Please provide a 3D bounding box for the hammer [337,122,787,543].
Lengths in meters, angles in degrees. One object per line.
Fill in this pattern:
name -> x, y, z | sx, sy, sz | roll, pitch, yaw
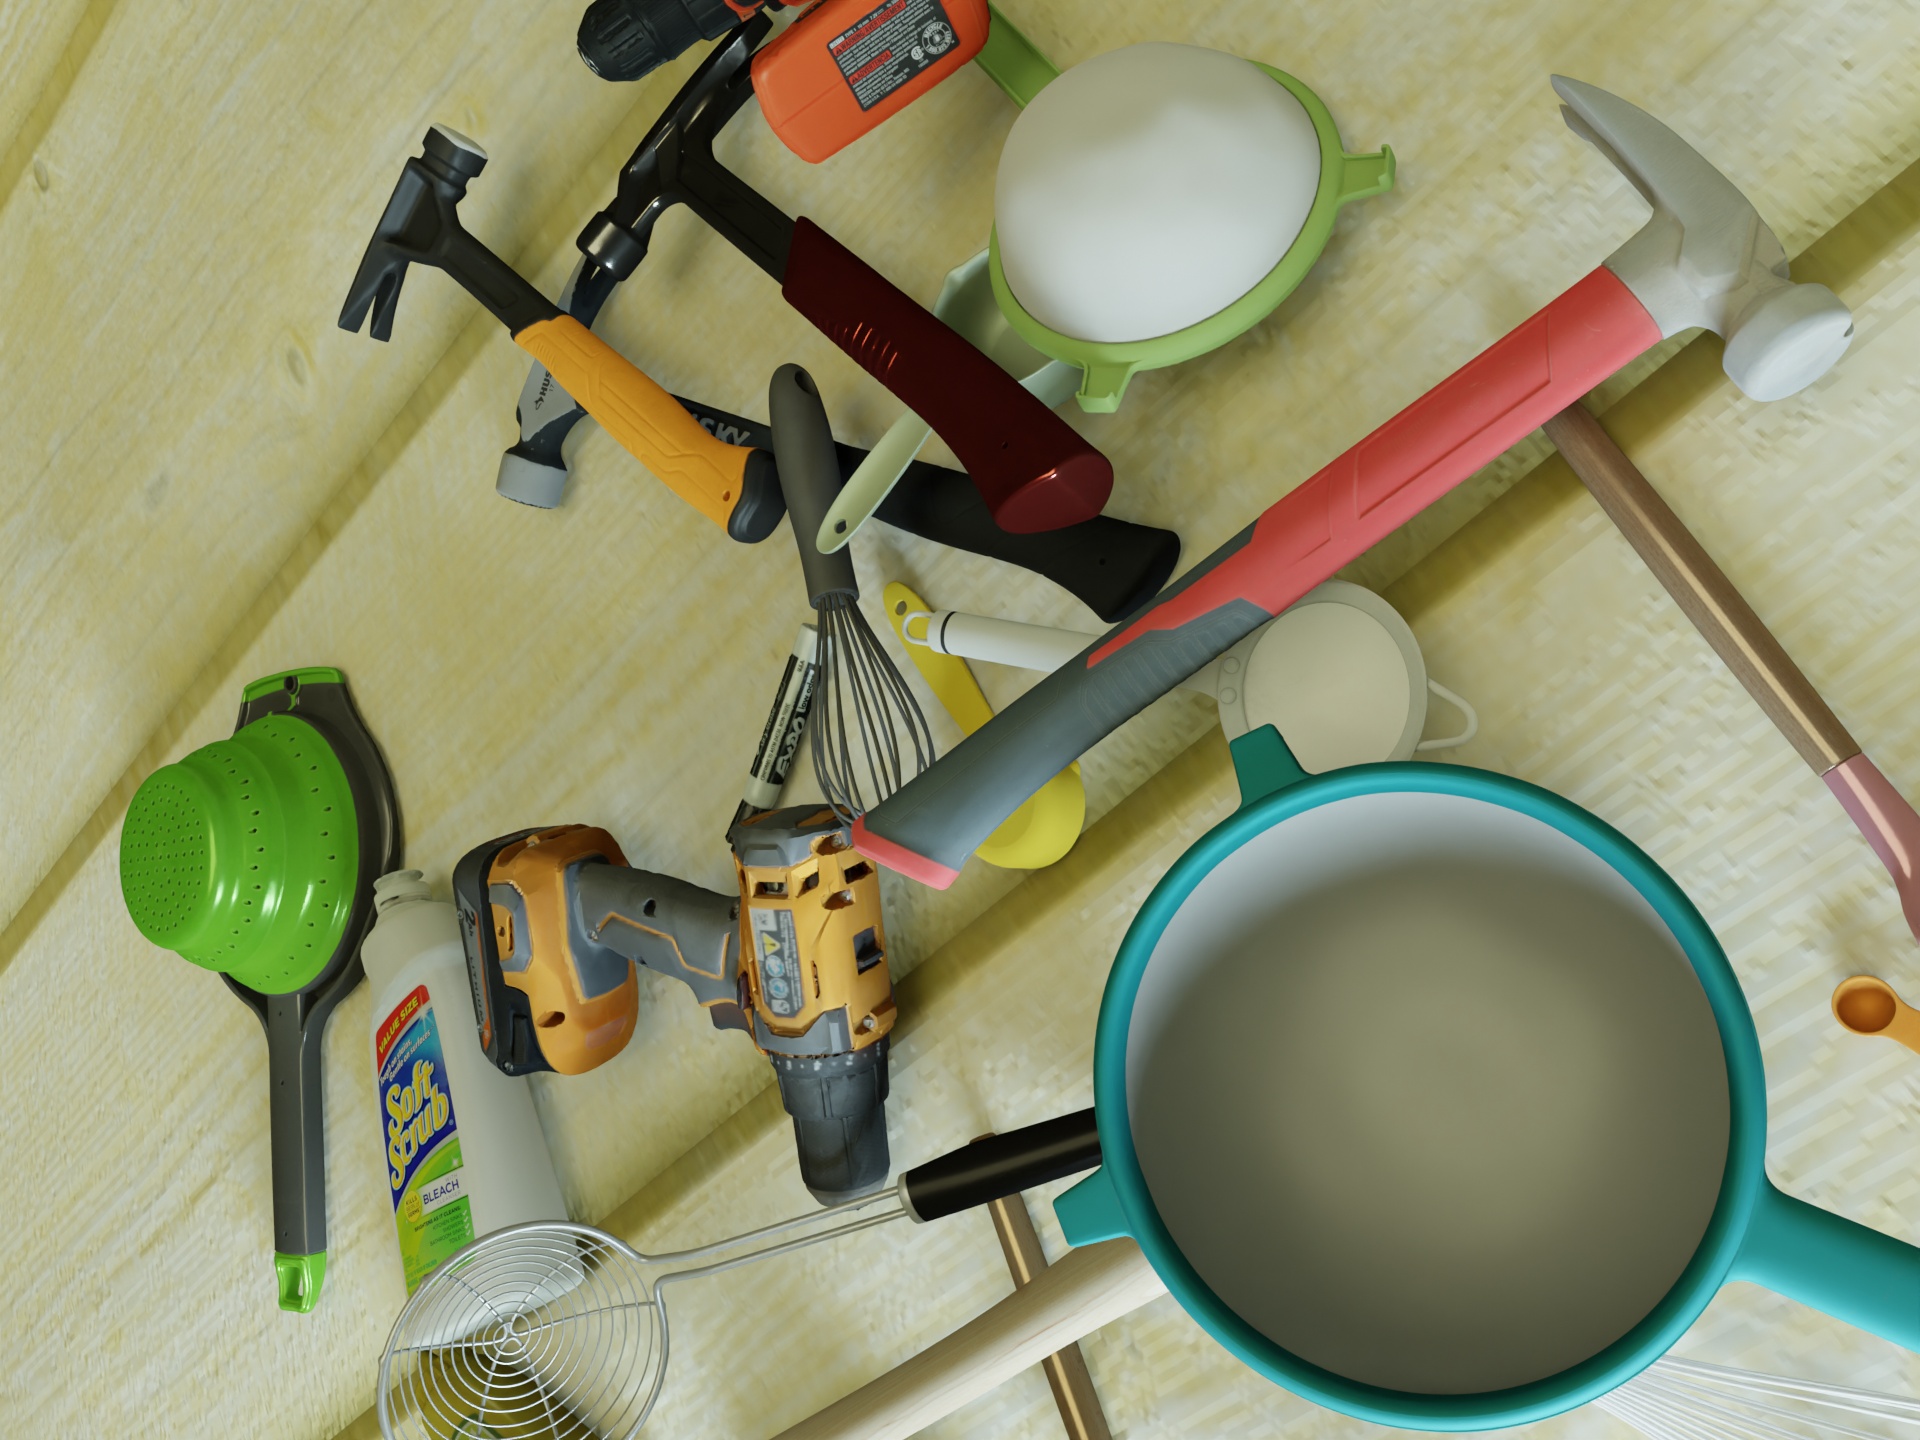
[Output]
hammer -> -0.206, -0.183, 0.818 | 0.337, 0.034, 0.127 | 41, 107, 29

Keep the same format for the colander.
colander -> -0.438, 0.163, 0.966 | 0.204, 0.094, 0.397 | -8, 83, 34

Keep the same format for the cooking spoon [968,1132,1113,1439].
cooking spoon -> 0.065, 0.326, 0.659 | 0.069, 0.017, 0.319 | -30, 72, 26

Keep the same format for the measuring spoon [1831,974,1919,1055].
measuring spoon -> 0.332, 0.113, 0.494 | 0.117, 0.011, 0.021 | 28, 96, 29

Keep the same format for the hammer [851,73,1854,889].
hammer -> 0.107, -0.069, 0.591 | 0.386, 0.038, 0.143 | -37, 58, 17

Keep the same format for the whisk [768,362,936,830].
whisk -> -0.053, -0.055, 0.705 | 0.055, 0.055, 0.239 | -25, 69, 31

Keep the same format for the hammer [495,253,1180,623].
hammer -> -0.073, -0.130, 0.768 | 0.409, 0.036, 0.149 | 23, 99, 33

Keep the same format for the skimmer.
skimmer -> -0.078, 0.238, 0.676 | 0.363, 0.090, 0.127 | -23, 104, 17

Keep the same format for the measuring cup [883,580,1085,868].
measuring cup -> -0.001, -0.002, 0.713 | 0.062, 0.029, 0.157 | -42, 67, 25

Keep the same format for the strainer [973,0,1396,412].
strainer -> 0.045, -0.255, 0.653 | 0.151, 0.069, 0.257 | -38, 58, 7

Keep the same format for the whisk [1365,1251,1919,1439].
whisk -> 0.228, 0.223, 0.531 | 0.285, 0.070, 0.070 | 11, 94, 39

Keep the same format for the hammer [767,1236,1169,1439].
hammer -> -0.054, 0.304, 0.665 | 0.410, 0.146, 0.038 | -40, 81, 25

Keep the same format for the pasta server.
pasta server -> 0.274, -0.011, 0.521 | 0.060, 0.040, 0.316 | -26, 67, -5

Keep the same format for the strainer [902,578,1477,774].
strainer -> 0.084, -0.022, 0.639 | 0.258, 0.050, 0.087 | 12, 99, 31

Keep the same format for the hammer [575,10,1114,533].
hammer -> -0.047, -0.195, 0.700 | 0.149, 0.036, 0.359 | -49, 52, 6

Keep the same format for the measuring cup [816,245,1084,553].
measuring cup -> -0.001, -0.133, 0.692 | 0.167, 0.038, 0.083 | -51, 56, 4

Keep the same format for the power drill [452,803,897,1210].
power drill -> -0.129, 0.134, 0.763 | 0.226, 0.084, 0.185 | -3, 99, 31

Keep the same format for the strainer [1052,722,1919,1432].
strainer -> 0.214, 0.145, 0.524 | 0.340, 0.095, 0.211 | 20, 87, 25
